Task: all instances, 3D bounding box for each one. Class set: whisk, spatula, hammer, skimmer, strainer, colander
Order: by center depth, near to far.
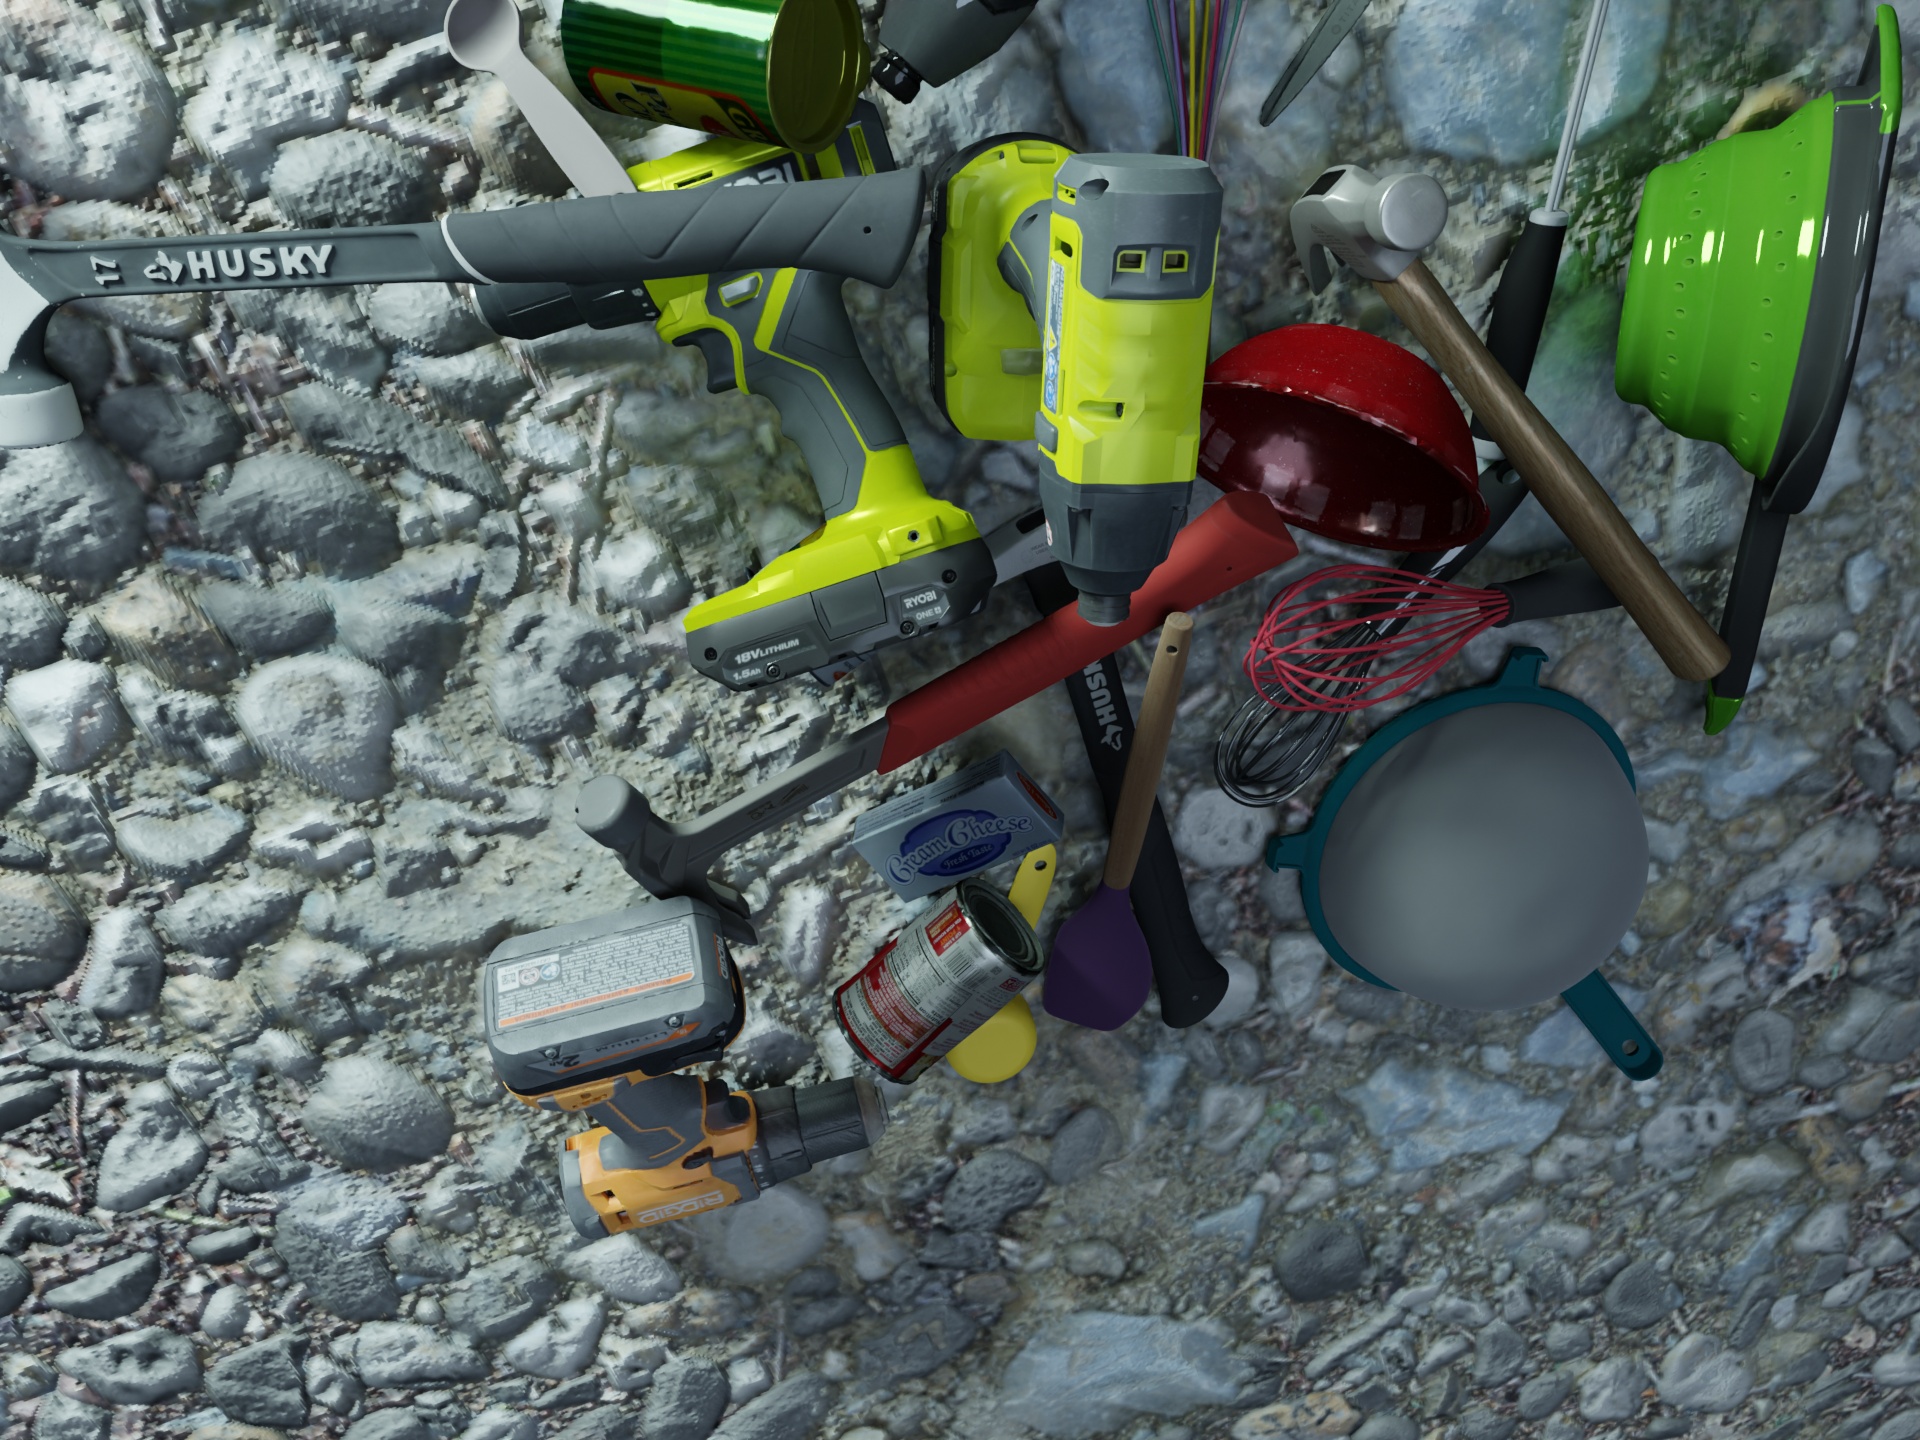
[{"bbox_3d":[-0.216,-0.193,0.636,0.409,0.036,0.149,-2,114,6],"label":"hammer"},{"bbox_3d":[0.104,-0.267,0.718,0.051,0.047,0.244,-8,120,-9],"label":"whisk"},{"bbox_3d":[0.312,-0.286,0.725,0.127,0.090,0.363,-25,131,-44],"label":"skimmer"},{"bbox_3d":[0.270,-0.133,0.760,0.031,0.130,0.331,-46,113,4],"label":"hammer"},{"bbox_3d":[-0.001,-0.002,0.776,0.359,0.037,0.149,-29,142,11],"label":"hammer"},{"bbox_3d":[0.377,-0.145,0.805,0.094,0.205,0.396,9,137,21],"label":"colander"},{"bbox_3d":[0.260,-0.056,0.807,0.295,0.073,0.073,-13,120,-30],"label":"whisk"},{"bbox_3d":[0.088,0.067,0.834,0.060,0.018,0.315,15,134,9],"label":"spatula"},{"bbox_3d":[0.223,-0.048,0.849,0.055,0.055,0.239,36,100,-25],"label":"whisk"},{"bbox_3d":[0.085,0.037,0.868,0.146,0.035,0.334,-21,118,-2],"label":"hammer"},{"bbox_3d":[0.349,0.133,0.936,0.211,0.095,0.340,-40,116,8],"label":"strainer"}]

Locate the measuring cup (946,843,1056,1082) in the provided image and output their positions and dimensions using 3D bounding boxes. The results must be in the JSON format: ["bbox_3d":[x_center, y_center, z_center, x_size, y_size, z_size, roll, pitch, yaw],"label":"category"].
[{"bbox_3d":[0.030,0.141,0.909,0.062,0.029,0.156,10,114,-16],"label":"measuring cup"}]

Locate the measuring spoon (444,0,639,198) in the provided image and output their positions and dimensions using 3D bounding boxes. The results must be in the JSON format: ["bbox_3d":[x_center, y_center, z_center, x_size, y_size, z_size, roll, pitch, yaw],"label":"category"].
[{"bbox_3d":[-0.167,-0.249,0.656,0.034,0.018,0.124,-38,88,14],"label":"measuring spoon"}]

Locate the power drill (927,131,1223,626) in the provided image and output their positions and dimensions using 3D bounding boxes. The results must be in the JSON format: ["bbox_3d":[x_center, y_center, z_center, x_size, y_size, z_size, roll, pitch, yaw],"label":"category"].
[{"bbox_3d":[0.043,-0.152,0.658,0.080,0.223,0.171,-3,116,-10],"label":"power drill"}]

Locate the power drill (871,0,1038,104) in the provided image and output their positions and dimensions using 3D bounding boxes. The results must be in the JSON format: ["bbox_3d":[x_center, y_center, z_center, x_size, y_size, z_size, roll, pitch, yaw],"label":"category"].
[{"bbox_3d":[-0.048,-0.358,0.624,0.219,0.079,0.143,31,106,-27],"label":"power drill"}]

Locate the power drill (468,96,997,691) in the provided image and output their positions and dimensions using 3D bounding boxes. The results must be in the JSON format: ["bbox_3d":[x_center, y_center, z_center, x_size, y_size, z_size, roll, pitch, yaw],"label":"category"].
[{"bbox_3d":[-0.094,-0.133,0.690,0.190,0.080,0.228,-18,95,5],"label":"power drill"}]

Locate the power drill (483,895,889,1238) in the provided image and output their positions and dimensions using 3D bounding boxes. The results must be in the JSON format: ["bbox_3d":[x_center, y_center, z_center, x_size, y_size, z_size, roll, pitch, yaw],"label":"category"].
[{"bbox_3d":[-0.139,0.190,0.848,0.185,0.084,0.226,-13,138,-5],"label":"power drill"}]
